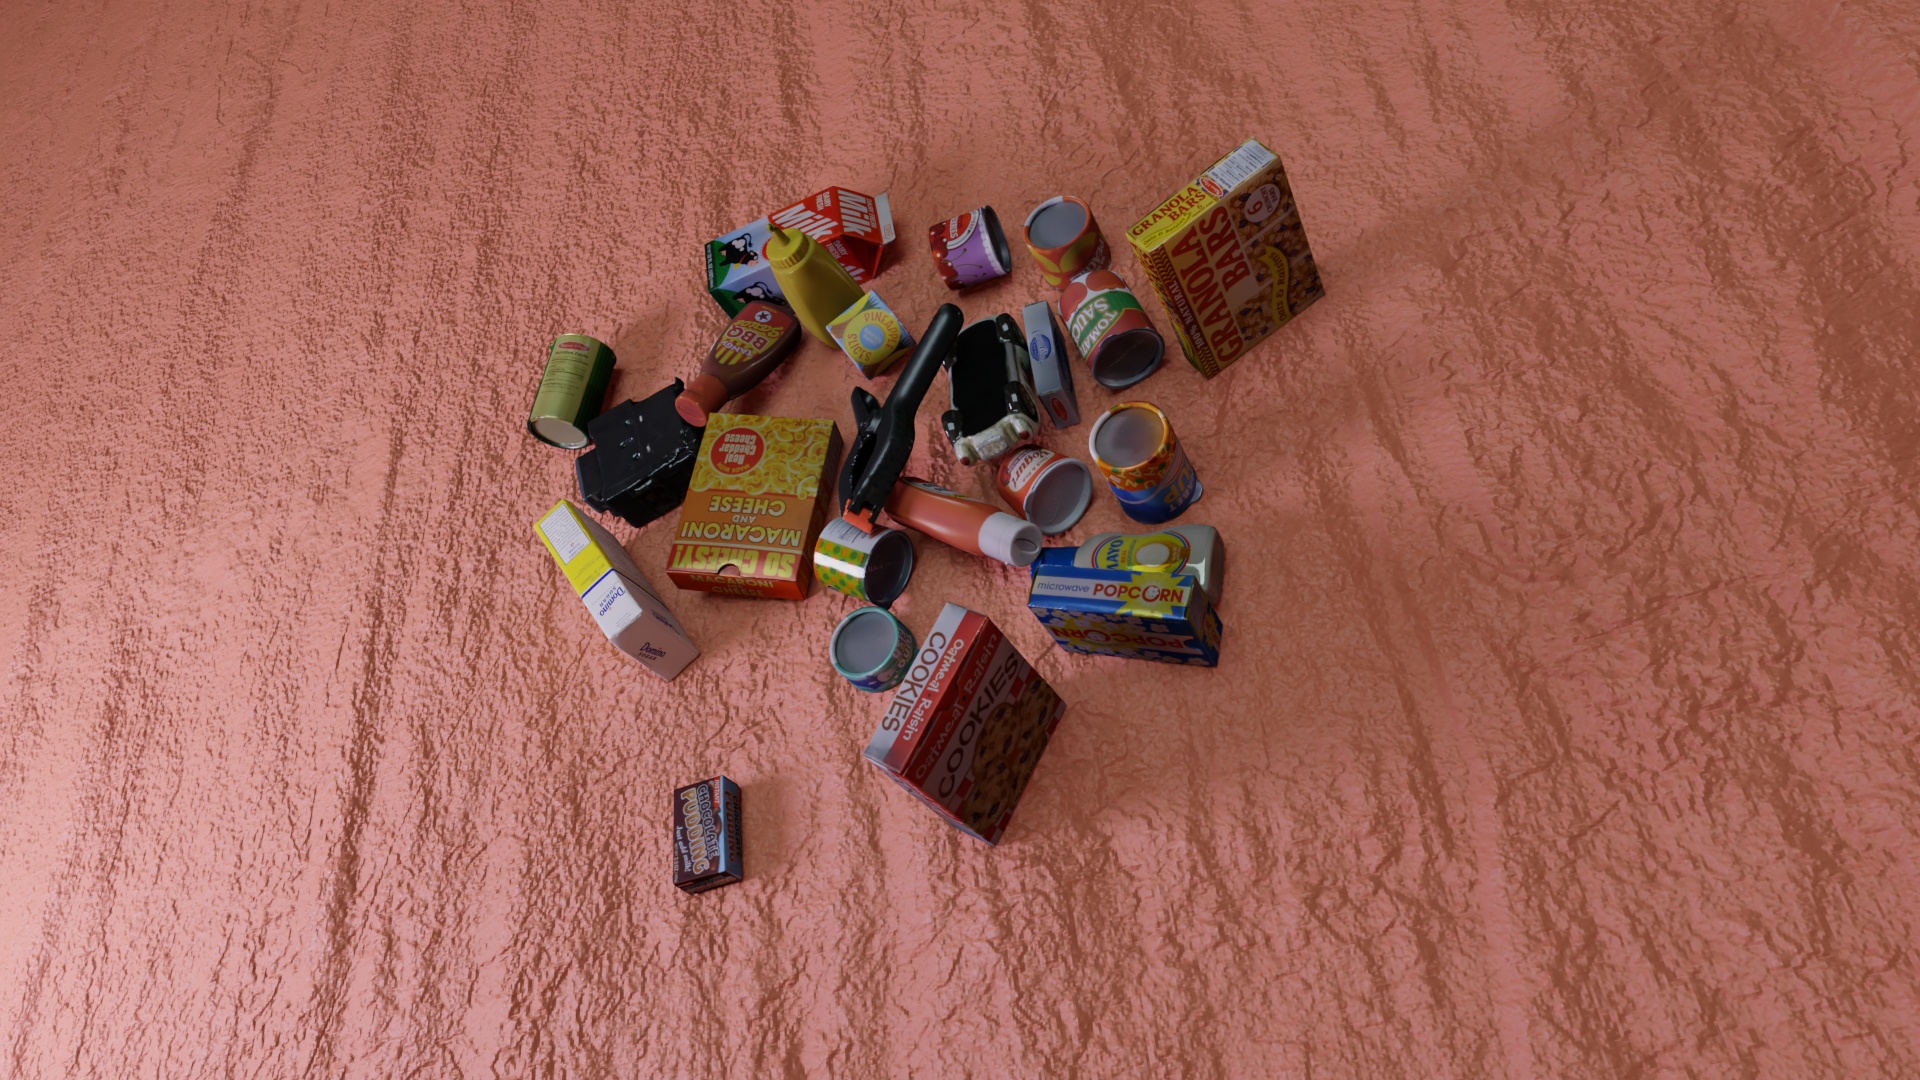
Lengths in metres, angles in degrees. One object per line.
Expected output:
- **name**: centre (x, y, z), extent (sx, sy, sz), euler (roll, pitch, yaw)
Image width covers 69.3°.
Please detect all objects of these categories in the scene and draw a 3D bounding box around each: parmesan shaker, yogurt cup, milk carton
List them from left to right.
- **parmesan shaker**: centre (-0.404, -0.153, 1.434), extent (0.071, 0.071, 0.103), euler (-3, 61, 25)
- **milk carton**: centre (-0.155, -0.287, 1.389), extent (0.190, 0.073, 0.072), euler (-21, 55, 13)
- **yogurt cup**: centre (0.067, -0.045, 1.142), extent (0.072, 0.072, 0.054), euler (-48, 45, -6)

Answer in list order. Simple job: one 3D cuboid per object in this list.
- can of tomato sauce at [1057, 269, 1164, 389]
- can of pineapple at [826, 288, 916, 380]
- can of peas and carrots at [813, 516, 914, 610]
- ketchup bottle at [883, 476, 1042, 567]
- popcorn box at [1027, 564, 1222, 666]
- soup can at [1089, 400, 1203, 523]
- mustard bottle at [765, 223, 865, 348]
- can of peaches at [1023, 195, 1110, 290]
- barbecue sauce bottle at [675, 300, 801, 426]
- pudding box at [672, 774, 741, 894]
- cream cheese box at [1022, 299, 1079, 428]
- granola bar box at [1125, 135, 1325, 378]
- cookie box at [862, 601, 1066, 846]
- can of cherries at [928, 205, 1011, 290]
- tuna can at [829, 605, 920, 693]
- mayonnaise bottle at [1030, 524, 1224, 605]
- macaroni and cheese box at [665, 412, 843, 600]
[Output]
- **can of tomato sauce**: centre (0.127, -0.182, 1.191), extent (0.071, 0.071, 0.083), euler (-30, 52, 7)
- **can of pineapple**: centre (-0.084, -0.192, 1.300), extent (0.058, 0.071, 0.071), euler (-39, 52, 2)
- **can of peas and carrots**: centre (-0.082, 0.019, 1.176), extent (0.059, 0.070, 0.071), euler (17, 70, 33)
- **ketchup bottle**: centre (0.004, -0.014, 1.137), extent (0.149, 0.065, 0.043), euler (22, 94, 46)
- **popcorn box**: centre (0.124, 0.056, 1.039), extent (0.126, 0.085, 0.038), euler (4, 63, 28)
- **soup can**: centre (0.148, -0.062, 1.099), extent (0.071, 0.083, 0.071), euler (-12, 57, 19)
- **mustard bottle**: centre (-0.141, -0.248, 1.304), extent (0.065, 0.159, 0.049), euler (-41, 51, -3)
- **can of peaches**: centre (0.098, -0.270, 1.265), extent (0.071, 0.058, 0.071), euler (-12, 56, 20)
- **barbecue sauce bottle**: centre (-0.217, -0.170, 1.339), extent (0.065, 0.043, 0.149), euler (24, 55, 16)
- **pudding box**: centre (-0.204, 0.238, 1.124), extent (0.049, 0.030, 0.084), euler (-17, 56, 15)
- **cream cheese box**: centre (0.078, -0.153, 1.207), extent (0.024, 0.053, 0.104), euler (-16, 56, 14)
- **granola bar box**: centre (0.215, -0.223, 1.112), extent (0.124, 0.165, 0.039), euler (-37, 50, 2)
- **cookie box**: centre (0.009, 0.135, 0.995), extent (0.040, 0.167, 0.123), euler (18, 71, 33)
- **can of cherries**: centre (0.008, -0.276, 1.304), extent (0.058, 0.071, 0.072), euler (-15, 56, 18)
- **tuna can**: centre (-0.071, 0.090, 1.146), extent (0.071, 0.032, 0.071), euler (-12, 57, 20)
- **mayonnaise bottle**: centre (0.129, 0.021, 1.084), extent (0.148, 0.041, 0.065), euler (-2, 61, 26)
- **macaroni and cheese box**: centre (-0.185, -0.033, 1.254), extent (0.124, 0.040, 0.167), euler (4, 63, 12)
